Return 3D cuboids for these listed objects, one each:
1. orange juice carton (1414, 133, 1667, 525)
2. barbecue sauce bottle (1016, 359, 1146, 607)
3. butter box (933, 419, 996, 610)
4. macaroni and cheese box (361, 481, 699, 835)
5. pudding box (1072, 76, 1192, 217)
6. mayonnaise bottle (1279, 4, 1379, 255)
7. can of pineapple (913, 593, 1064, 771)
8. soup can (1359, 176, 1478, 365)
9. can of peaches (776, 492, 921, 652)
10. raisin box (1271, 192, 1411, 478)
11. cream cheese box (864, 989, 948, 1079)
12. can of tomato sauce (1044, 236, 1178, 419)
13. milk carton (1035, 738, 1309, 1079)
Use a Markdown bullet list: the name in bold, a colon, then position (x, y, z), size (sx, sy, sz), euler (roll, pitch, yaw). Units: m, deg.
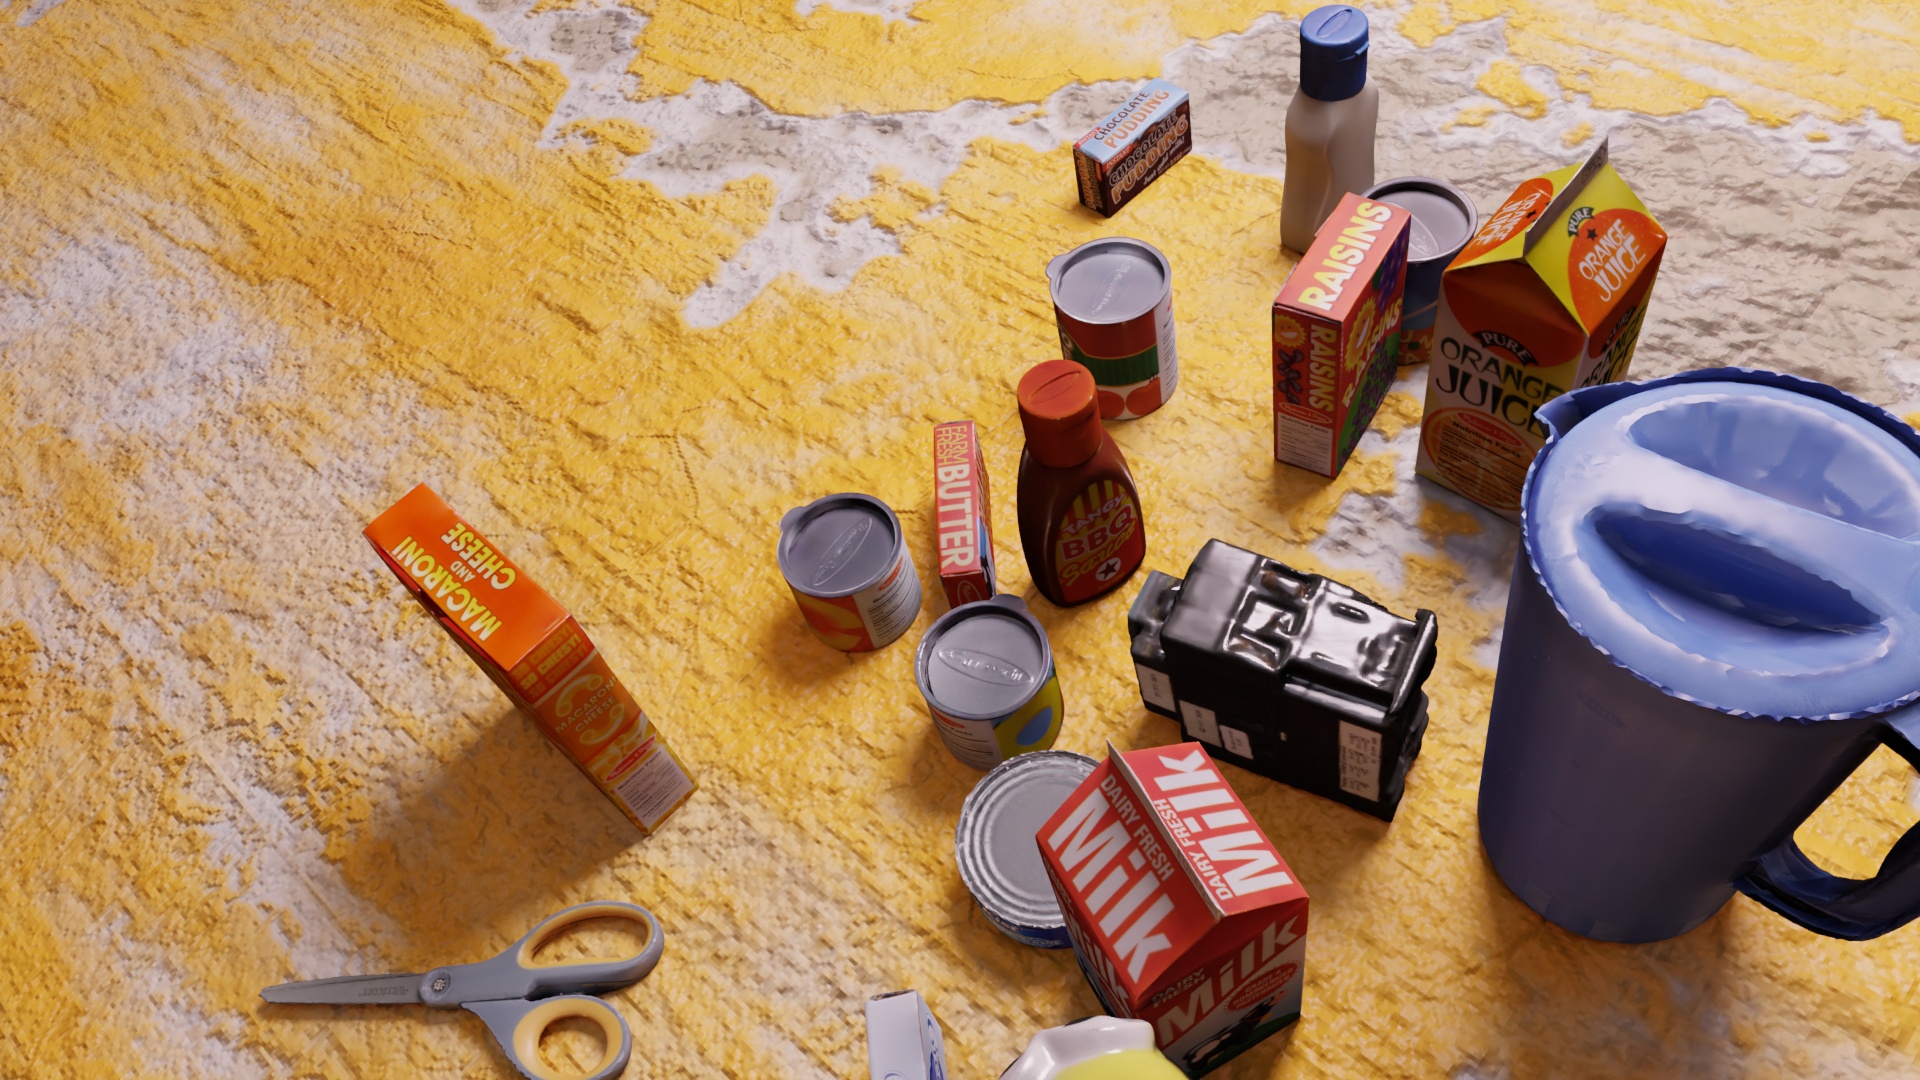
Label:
- **orange juice carton**: position (0.273, -0.097, 0.661), size (0.073, 0.191, 0.072), euler (33, 68, 30)
- **barbecue sauce bottle**: position (0.056, -0.028, 0.687), size (0.065, 0.147, 0.044), euler (-31, 54, -10)
- **butter box**: position (0.003, -0.009, 0.745), size (0.024, 0.053, 0.104), euler (-8, 54, 7)
- **macaroni and cheese box**: position (-0.203, 0.061, 0.668), size (0.124, 0.165, 0.040), euler (34, 68, 30)
- **pudding box**: position (0.112, -0.256, 0.900), size (0.084, 0.049, 0.030), euler (-42, 57, -17)
- **mayonnaise bottle**: position (0.213, -0.235, 0.802), size (0.041, 0.147, 0.065), euler (34, 68, 31)
- **can of pineapple**: position (0.017, 0.071, 0.681), size (0.071, 0.057, 0.071), euler (-6, 54, 8)
- **soup can**: position (0.245, -0.148, 0.772), size (0.071, 0.083, 0.072), euler (-6, 54, 8)
- **can of peaches**: position (-0.059, 0.016, 0.737), size (0.071, 0.057, 0.071), euler (-6, 54, 8)
- **raisin box**: position (0.198, -0.105, 0.727), size (0.040, 0.122, 0.086), euler (24, 63, 26)
- **cream cheese box**: position (-0.018, 0.243, 0.567), size (0.024, 0.053, 0.104), euler (-13, 53, 4)
- **can of tomato sauce**: position (0.086, -0.119, 0.786), size (0.071, 0.082, 0.071), euler (-6, 54, 8)
- **milk carton**: position (0.082, 0.144, 0.531), size (0.073, 0.189, 0.072), euler (-28, 54, -8)
